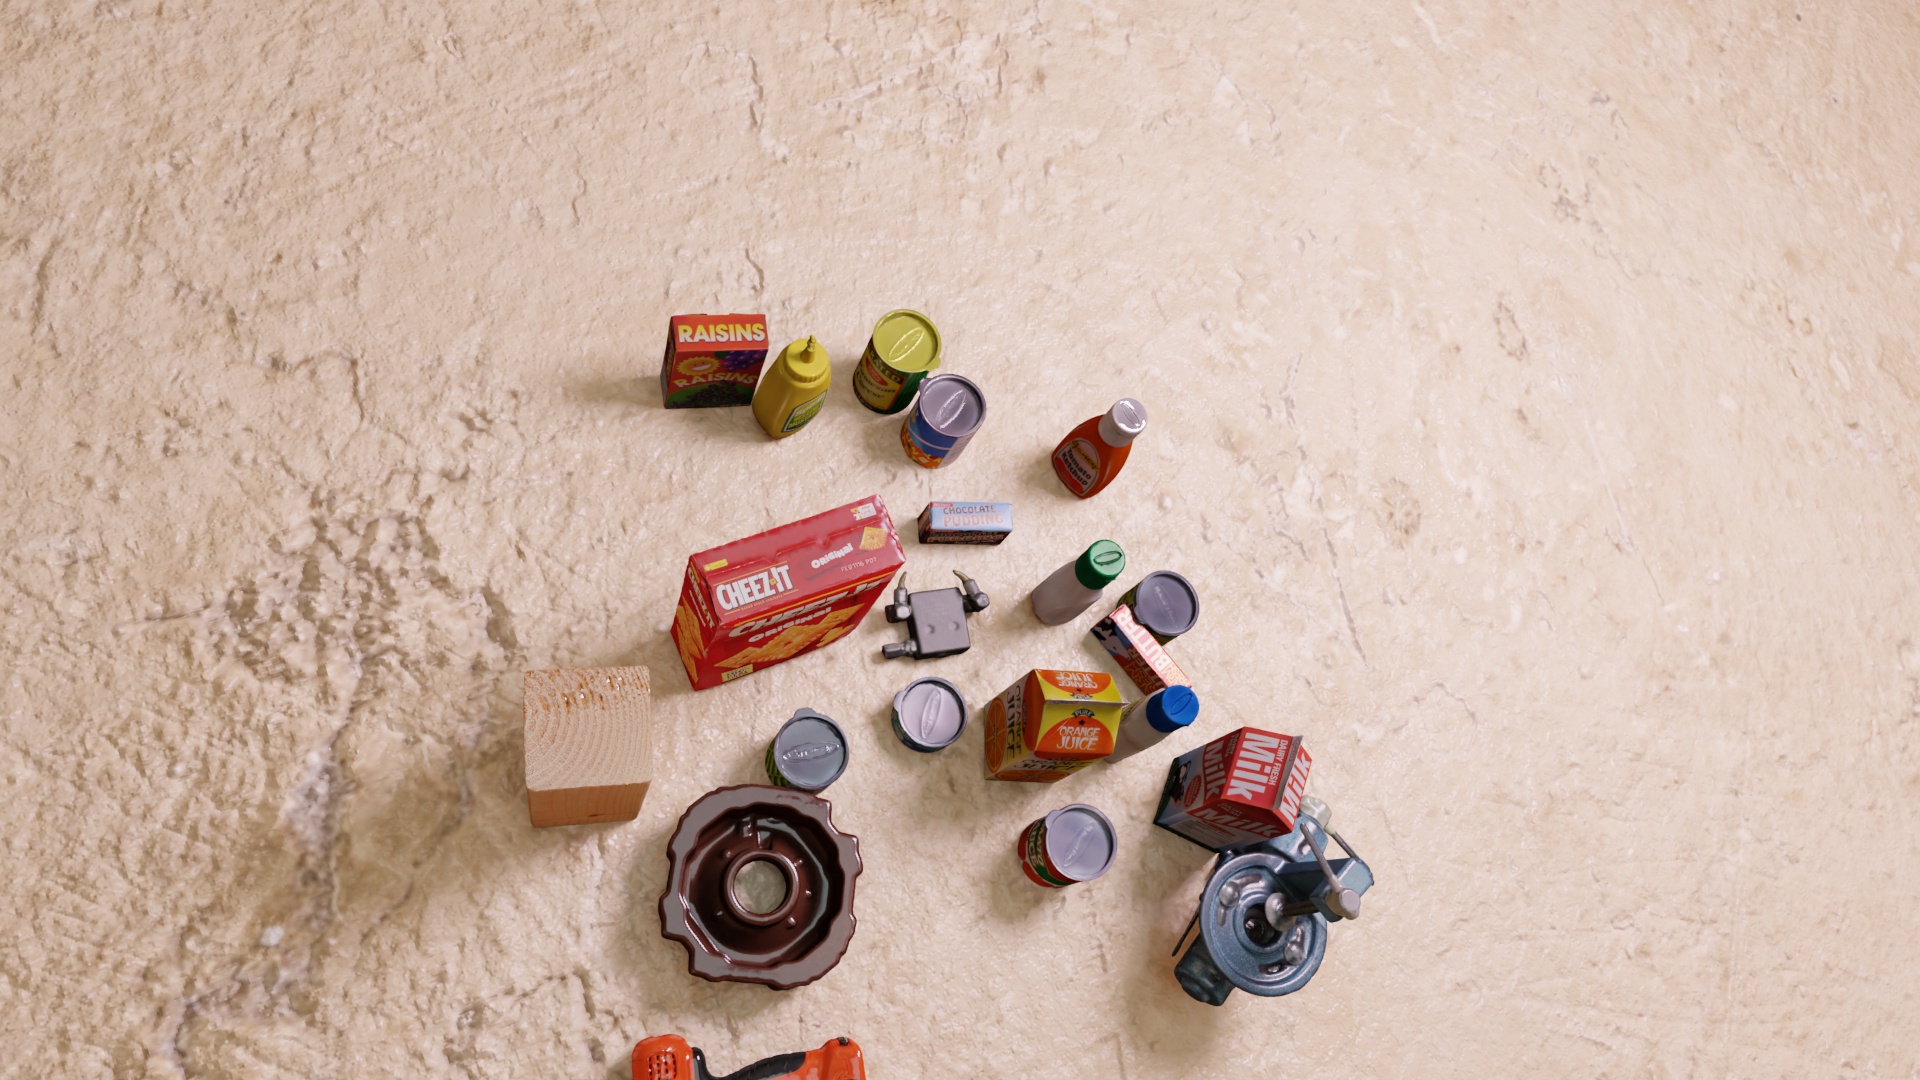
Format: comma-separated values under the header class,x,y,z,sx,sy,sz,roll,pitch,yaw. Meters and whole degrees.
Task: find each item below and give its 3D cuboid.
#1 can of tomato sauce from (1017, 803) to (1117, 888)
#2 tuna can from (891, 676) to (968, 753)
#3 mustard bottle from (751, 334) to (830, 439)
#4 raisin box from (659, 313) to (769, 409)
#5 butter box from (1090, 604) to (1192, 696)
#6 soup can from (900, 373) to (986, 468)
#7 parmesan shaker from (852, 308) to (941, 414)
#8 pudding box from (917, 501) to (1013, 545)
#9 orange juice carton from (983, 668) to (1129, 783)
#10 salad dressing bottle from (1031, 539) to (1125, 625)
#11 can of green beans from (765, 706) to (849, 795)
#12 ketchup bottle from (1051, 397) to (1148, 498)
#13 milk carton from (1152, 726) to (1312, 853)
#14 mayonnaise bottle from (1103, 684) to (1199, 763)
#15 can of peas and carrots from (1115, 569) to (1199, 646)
class,x,y,z,sx,sy,sz,roll,pitch,yaw
can of tomato sauce,0.092,0.273,1.240,0.071,0.082,0.071,5,70,-15
tuna can,-0.031,0.159,1.272,0.071,0.032,0.071,5,69,-15
mustard bottle,-0.151,-0.146,1.278,0.065,0.159,0.049,-35,84,-24
raisin box,-0.228,-0.165,1.282,0.086,0.123,0.040,-4,72,-18
butter box,0.174,0.112,1.340,0.024,0.053,0.103,-38,85,-24
soup can,-0.020,-0.117,1.348,0.071,0.083,0.071,5,70,-15
parmesan shaker,-0.061,-0.169,1.344,0.071,0.102,0.071,5,70,-15
pudding box,0.005,-0.017,1.338,0.084,0.049,0.030,1,71,-16
orange juice carton,0.081,0.161,1.217,0.072,0.192,0.073,5,70,-15
salad dressing bottle,0.111,0.039,1.296,0.064,0.147,0.044,-13,75,-20
can of green beans,-0.135,0.189,1.217,0.071,0.057,0.071,5,69,-15
ketchup bottle,0.138,-0.093,1.351,0.044,0.148,0.065,-33,83,-24
milk carton,0.251,0.223,1.246,0.073,0.189,0.072,27,66,-6
mayonnaise bottle,0.171,0.164,1.267,0.065,0.147,0.041,-39,86,-24
can of peas and carrots,0.190,0.070,1.357,0.071,0.058,0.071,5,69,-15
